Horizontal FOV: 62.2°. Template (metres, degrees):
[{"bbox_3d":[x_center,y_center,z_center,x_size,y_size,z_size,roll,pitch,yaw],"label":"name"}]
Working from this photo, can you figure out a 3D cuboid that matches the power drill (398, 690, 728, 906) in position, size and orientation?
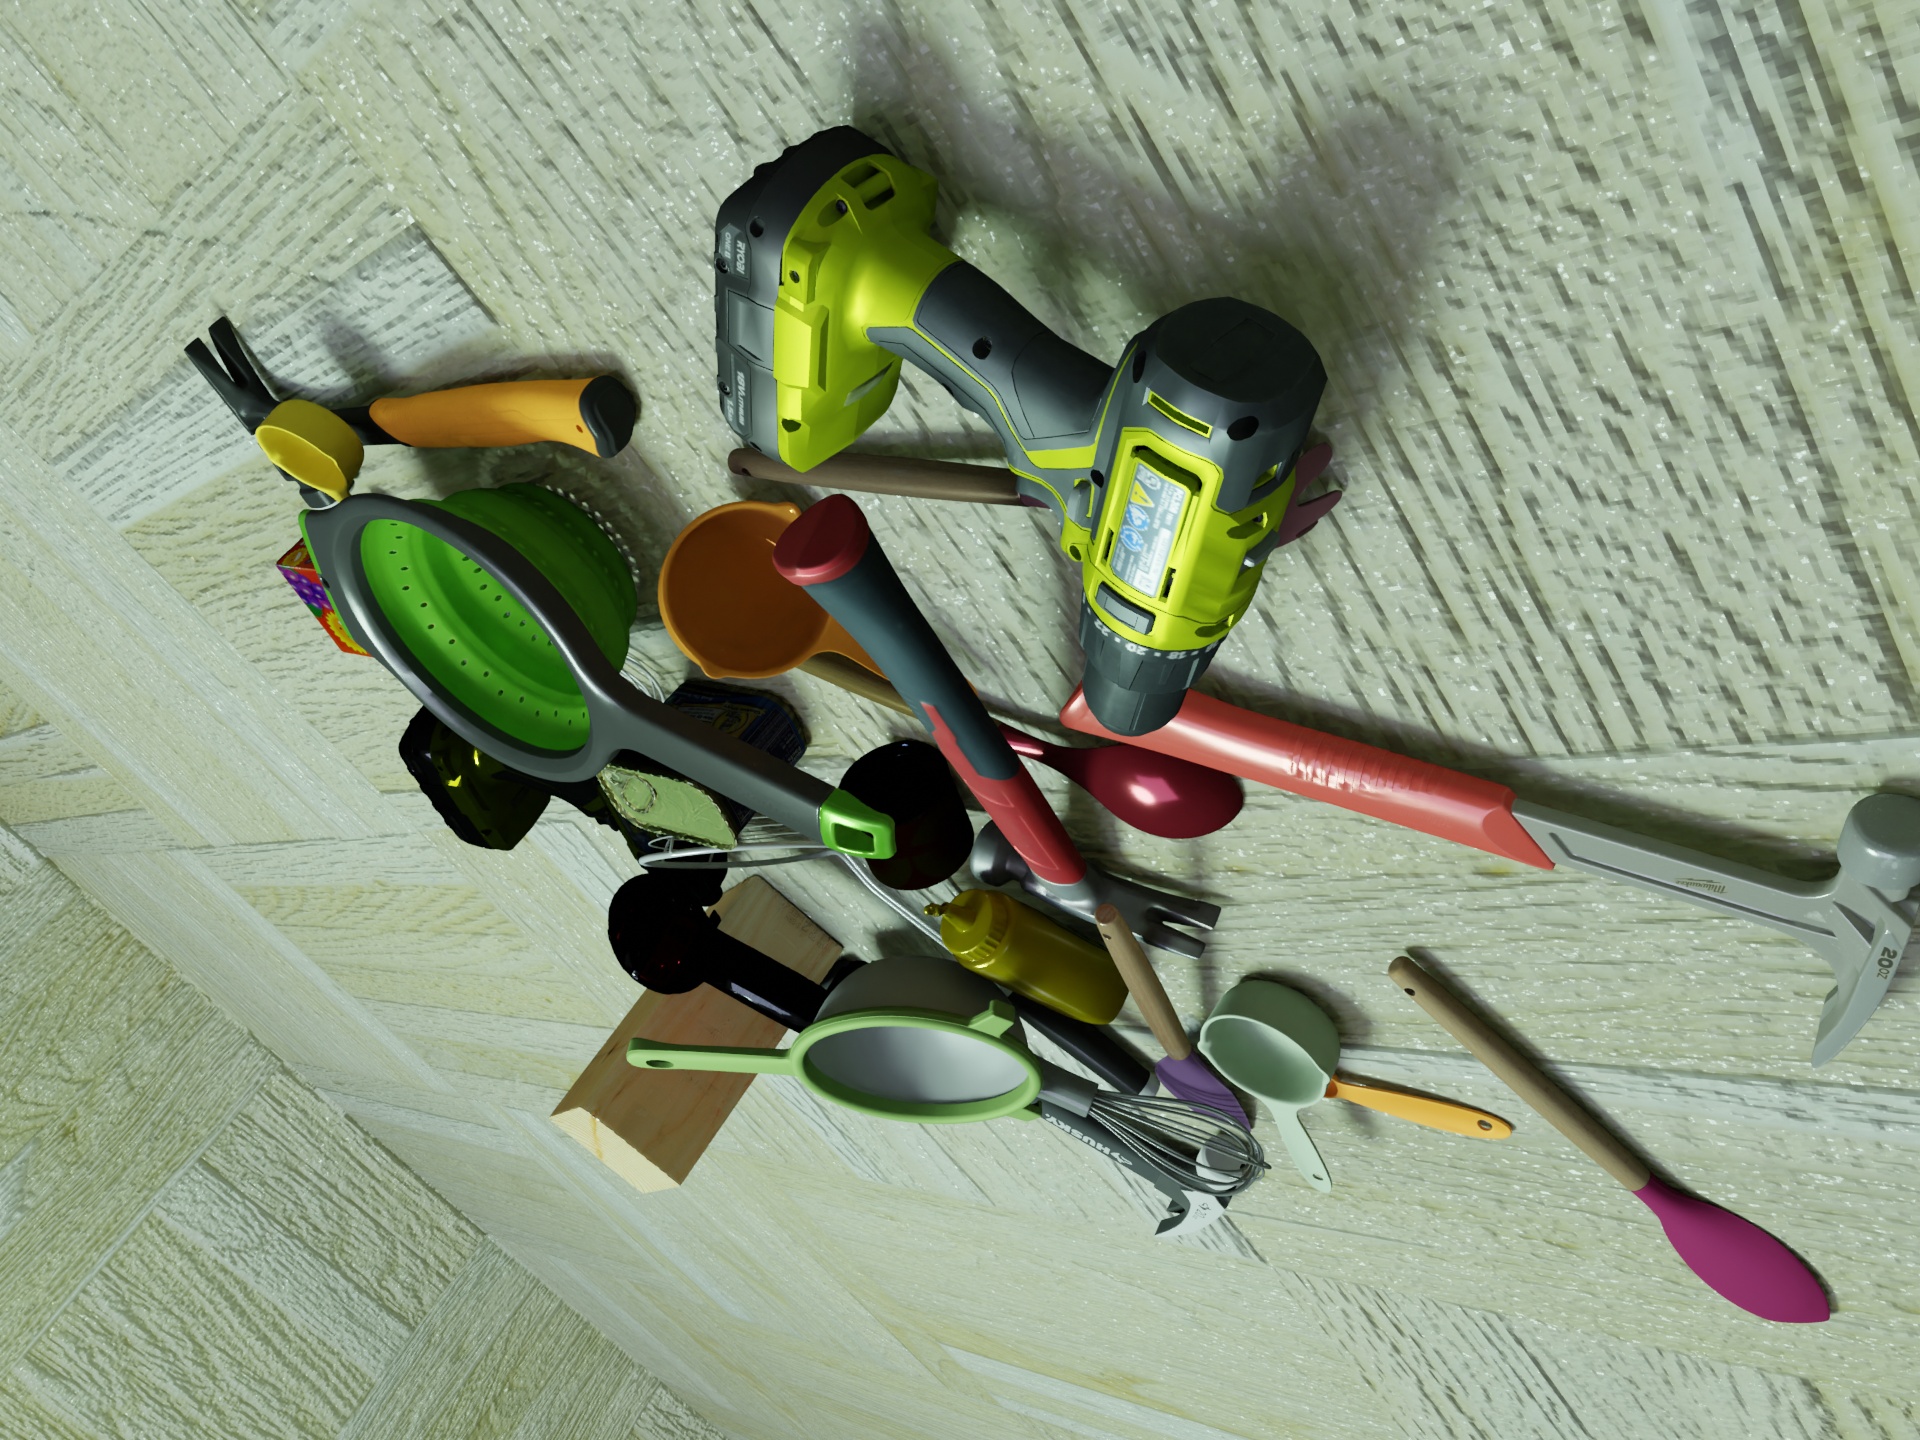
[{"bbox_3d":[-0.271,0.054,1.124,0.223,0.080,0.171,12,141,27],"label":"power drill"}]

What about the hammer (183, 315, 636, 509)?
[{"bbox_3d":[-0.308,-0.175,0.895,0.337,0.034,0.127,6,139,38],"label":"hammer"}]

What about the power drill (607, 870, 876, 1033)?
[{"bbox_3d":[-0.133,0.170,1.059,0.219,0.078,0.143,30,177,-20],"label":"power drill"}]

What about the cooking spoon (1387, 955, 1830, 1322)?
[{"bbox_3d":[0.339,0.226,0.836,0.318,0.017,0.068,41,147,-10],"label":"cooking spoon"}]

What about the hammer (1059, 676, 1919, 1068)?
[{"bbox_3d":[0.212,0.042,0.697,0.359,0.037,0.149,17,144,25],"label":"hammer"}]

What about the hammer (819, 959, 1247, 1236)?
[{"bbox_3d":[0.040,0.266,1.150,0.335,0.035,0.146,27,146,14],"label":"hammer"}]

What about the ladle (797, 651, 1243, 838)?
[{"bbox_3d":[-0.001,-0.003,0.846,0.315,0.031,0.069,22,146,23],"label":"ladle"}]

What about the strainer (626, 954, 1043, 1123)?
[{"bbox_3d":[-0.075,0.184,0.965,0.256,0.069,0.151,0,144,11],"label":"strainer"}]

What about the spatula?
[{"bbox_3d":[0.121,0.183,0.935,0.060,0.018,0.315,15,154,29],"label":"spatula"}]

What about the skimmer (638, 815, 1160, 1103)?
[{"bbox_3d":[-0.035,0.161,1.027,0.363,0.090,0.127,37,163,-5],"label":"skimmer"}]

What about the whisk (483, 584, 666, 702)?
[{"bbox_3d":[-0.288,-0.065,1.017,0.246,0.058,0.059,36,112,4],"label":"whisk"}]

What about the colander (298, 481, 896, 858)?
[{"bbox_3d":[-0.186,-0.037,0.887,0.397,0.094,0.204,24,143,21],"label":"colander"}]

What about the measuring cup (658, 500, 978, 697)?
[{"bbox_3d":[-0.073,-0.047,0.815,0.173,0.095,0.052,26,174,-17],"label":"measuring cup"}]

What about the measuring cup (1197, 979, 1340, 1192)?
[{"bbox_3d":[0.196,0.214,0.928,0.083,0.038,0.167,5,135,39],"label":"measuring cup"}]

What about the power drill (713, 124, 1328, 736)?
[{"bbox_3d":[0.016,-0.104,0.606,0.229,0.080,0.190,35,146,18],"label":"power drill"}]

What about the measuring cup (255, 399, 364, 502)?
[{"bbox_3d":[-0.347,-0.132,0.943,0.062,0.029,0.156,6,152,35],"label":"measuring cup"}]

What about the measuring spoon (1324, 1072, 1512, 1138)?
[{"bbox_3d":[0.257,0.219,0.913,0.117,0.011,0.021,9,127,30],"label":"measuring spoon"}]

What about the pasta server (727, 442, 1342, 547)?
[{"bbox_3d":[0.013,-0.108,0.697,0.316,0.040,0.060,12,141,39],"label":"pasta server"}]

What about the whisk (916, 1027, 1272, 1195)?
[{"bbox_3d":[0.082,0.238,1.005,0.239,0.055,0.055,22,146,8],"label":"whisk"}]

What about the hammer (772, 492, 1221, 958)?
[{"bbox_3d":[0.021,0.019,0.736,0.143,0.038,0.385,19,162,26],"label":"hammer"}]
